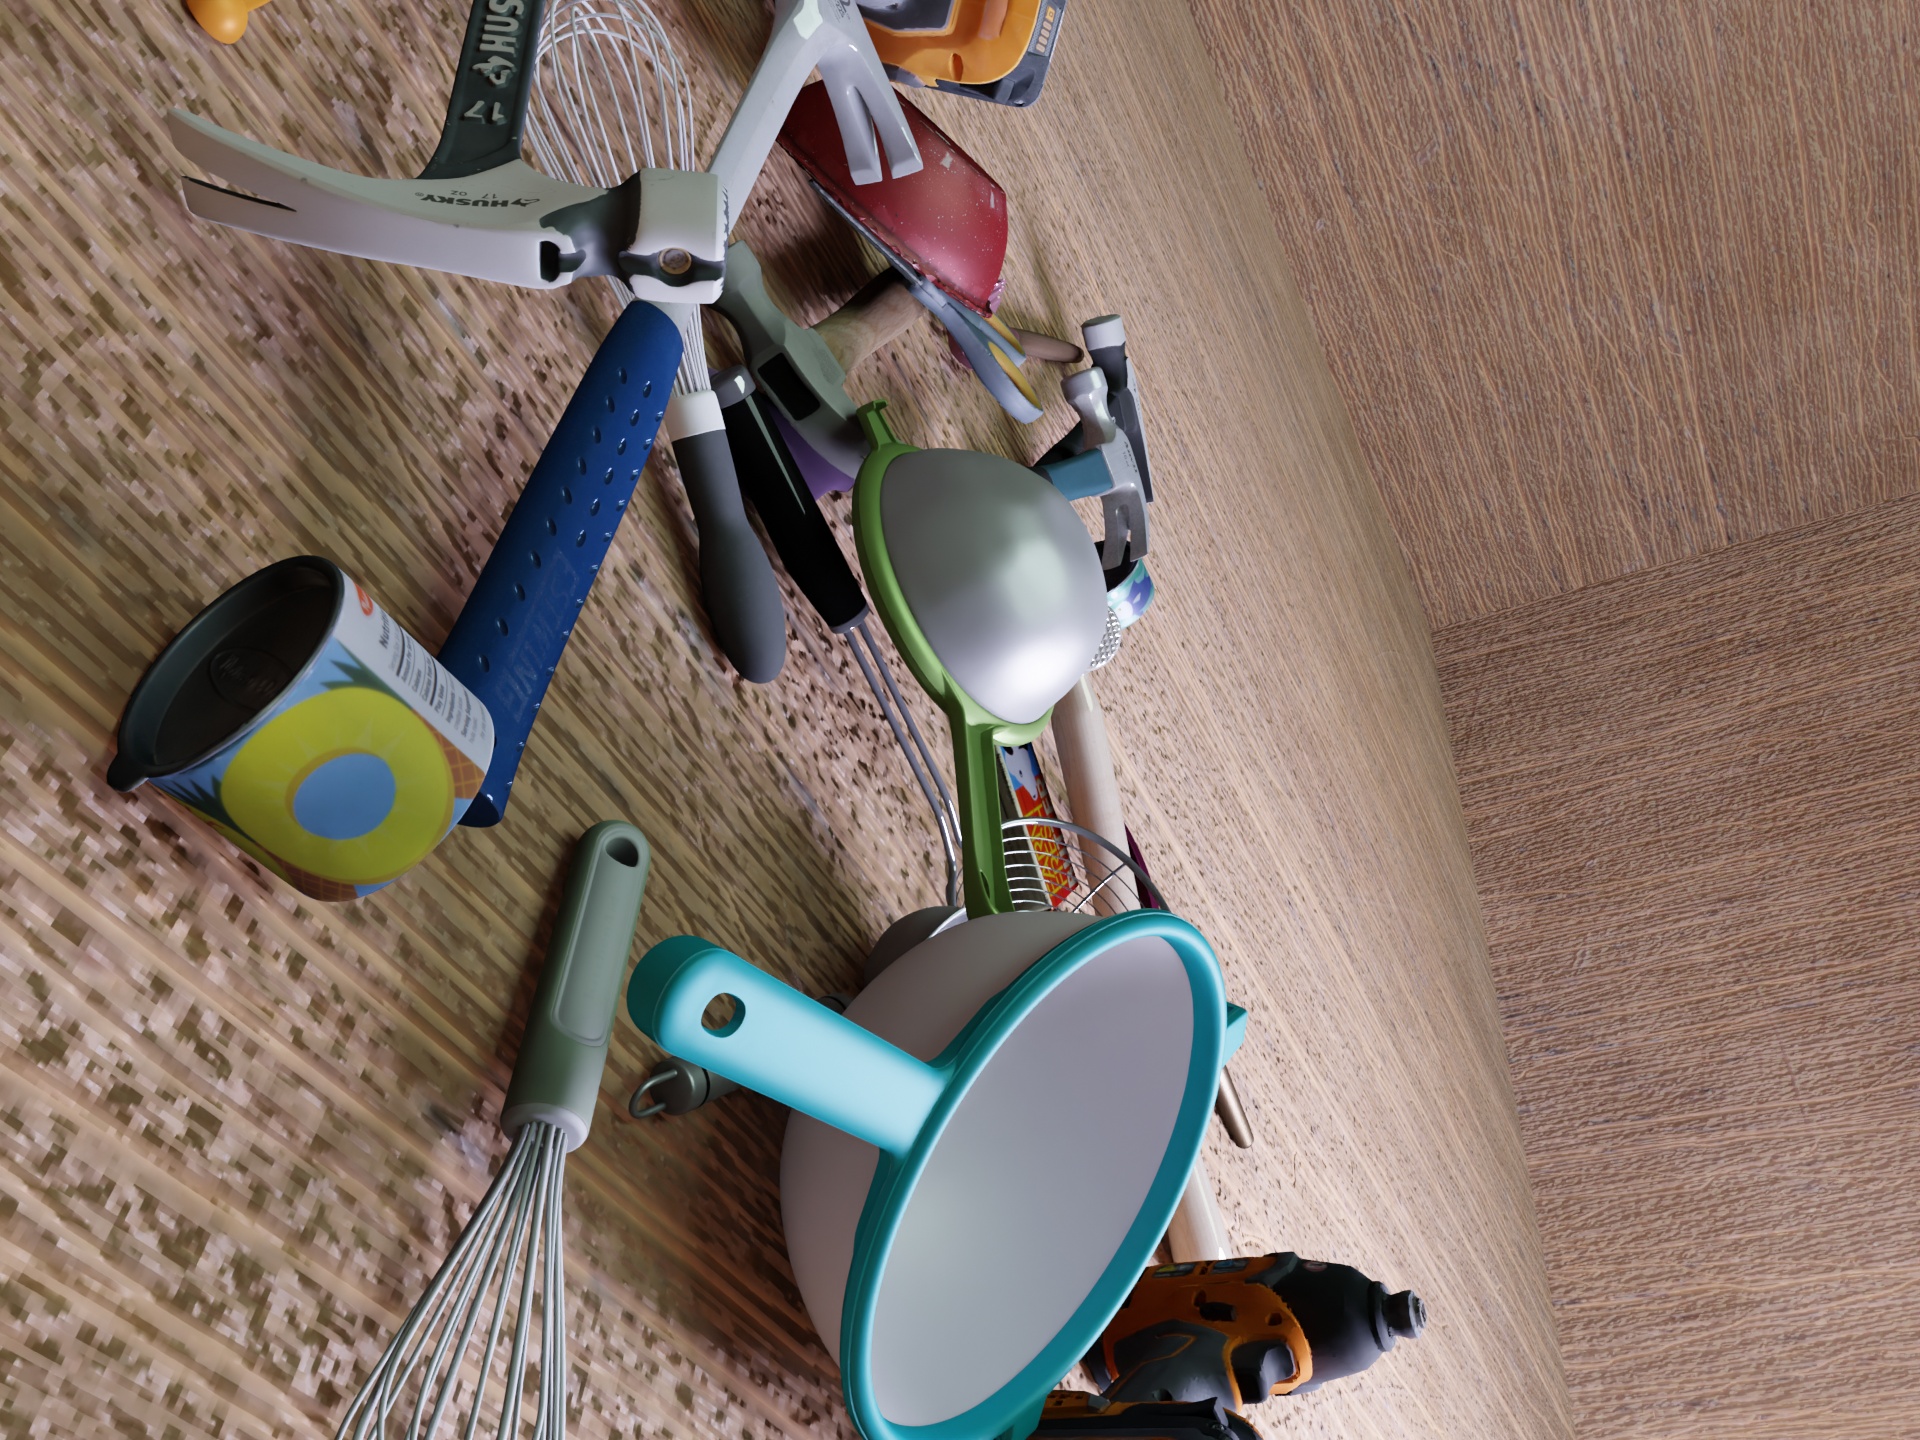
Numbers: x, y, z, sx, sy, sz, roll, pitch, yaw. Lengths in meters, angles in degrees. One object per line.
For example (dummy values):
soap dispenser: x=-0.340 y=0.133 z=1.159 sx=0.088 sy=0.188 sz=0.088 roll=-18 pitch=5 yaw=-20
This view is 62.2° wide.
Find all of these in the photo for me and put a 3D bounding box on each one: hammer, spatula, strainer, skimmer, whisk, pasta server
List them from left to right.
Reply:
hammer: x=-0.159 y=-0.277 z=0.560 sx=0.036 sy=0.149 sz=0.409 roll=104 pitch=-16 yaw=-47
whisk: x=-0.117 y=0.119 z=0.439 sx=0.057 sy=0.059 sz=0.247 roll=29 pitch=37 yaw=-22
whisk: x=-0.113 y=-0.152 z=0.627 sx=0.070 sy=0.070 sz=0.284 roll=-36 pitch=113 yaw=-67
hammer: x=-0.099 y=-0.141 z=0.560 sx=0.143 sy=0.035 sz=0.406 roll=54 pitch=41 yaw=-44
strainer: x=-0.046 y=0.112 z=0.619 sx=0.258 sy=0.050 sz=0.087 roll=-7 pitch=125 yaw=-63
spatula: x=-0.046 y=-0.116 z=0.808 sx=0.315 sy=0.018 sz=0.060 roll=9 pitch=68 yaw=-65
hammer: x=-0.043 y=-0.216 z=0.852 sx=0.130 sy=0.031 sz=0.331 roll=56 pitch=24 yaw=-14
strainer: x=-0.025 y=0.125 z=0.538 sx=0.211 sy=0.095 sz=0.340 roll=-59 pitch=143 yaw=-10
skimmer: x=-0.001 y=-0.002 z=0.726 sx=0.363 sy=0.090 sz=0.127 roll=63 pitch=36 yaw=-26
strainer: x=0.024 y=-0.028 z=0.682 sx=0.151 sy=0.069 sz=0.257 roll=40 pitch=34 yaw=-41
pasta server: x=0.049 y=-0.266 z=1.118 sx=0.316 sy=0.040 sz=0.060 roll=-25 pitch=120 yaw=-69
hammer: x=0.041 y=-0.135 z=0.930 sx=0.331 sy=0.033 sz=0.128 roll=-31 pitch=101 yaw=-62
hammer: x=0.080 y=-0.182 z=1.119 sx=0.335 sy=0.035 sz=0.146 roll=-54 pitch=134 yaw=-60
hammer: x=0.092 y=0.128 z=0.906 sx=0.146 sy=0.038 sz=0.410 roll=-153 pitch=-131 yaw=-77

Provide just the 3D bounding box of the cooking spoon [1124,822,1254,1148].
cooking spoon: x=0.140 y=0.168 z=1.027 sx=0.069 sy=0.017 sz=0.318 roll=41 pitch=-21 yaw=58

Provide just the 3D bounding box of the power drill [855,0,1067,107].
power drill: x=-0.028 y=-0.357 z=0.748 sx=0.226 sy=0.185 sz=0.084 roll=-8 pitch=117 yaw=-60

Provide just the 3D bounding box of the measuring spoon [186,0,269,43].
measuring spoon: x=-0.214 y=-0.245 z=0.506 sx=0.021 sy=0.011 sz=0.117 roll=57 pitch=27 yaw=-36

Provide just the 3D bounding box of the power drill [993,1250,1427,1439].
power drill: x=0.110 y=0.300 z=0.696 sx=0.226 sy=0.164 sz=0.084 roll=-14 pitch=89 yaw=-66
